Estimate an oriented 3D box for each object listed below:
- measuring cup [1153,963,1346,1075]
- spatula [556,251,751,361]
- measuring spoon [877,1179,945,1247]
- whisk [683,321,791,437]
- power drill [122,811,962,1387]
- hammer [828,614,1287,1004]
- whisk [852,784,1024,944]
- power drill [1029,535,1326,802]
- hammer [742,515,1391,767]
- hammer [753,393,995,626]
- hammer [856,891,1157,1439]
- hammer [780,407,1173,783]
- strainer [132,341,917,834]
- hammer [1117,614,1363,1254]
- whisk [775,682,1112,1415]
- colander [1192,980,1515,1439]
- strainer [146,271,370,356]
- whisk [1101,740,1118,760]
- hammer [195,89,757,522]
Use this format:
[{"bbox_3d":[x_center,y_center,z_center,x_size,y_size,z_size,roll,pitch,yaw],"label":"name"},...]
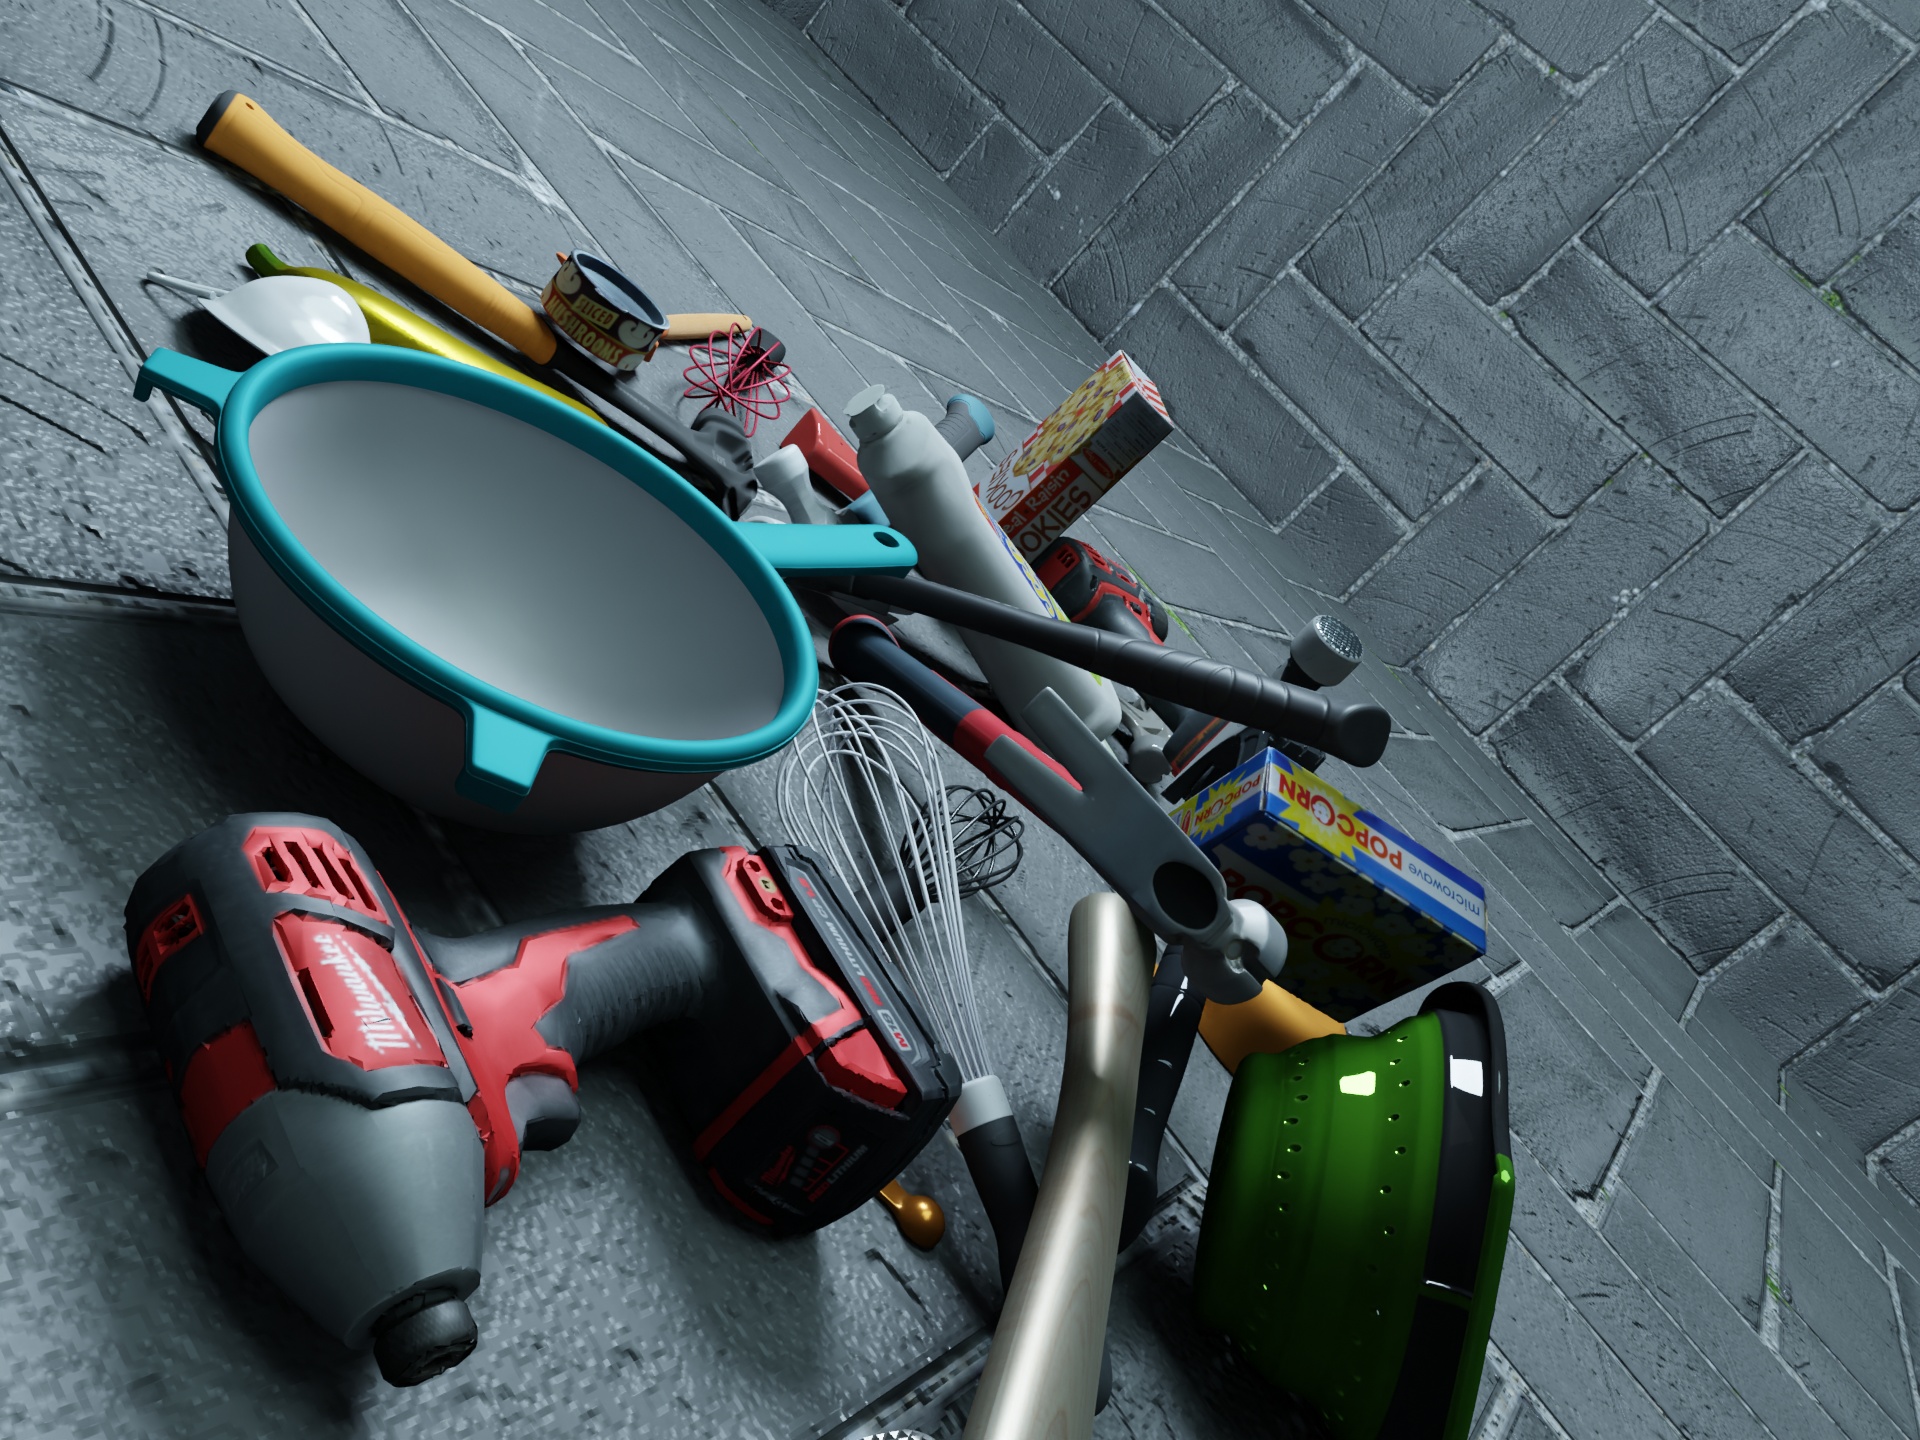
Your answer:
[{"bbox_3d":[0.145,0.142,0.885,0.173,0.052,0.095,40,19,-18],"label":"measuring cup"},{"bbox_3d":[-0.194,-0.278,1.098,0.081,0.041,0.323,43,18,-2],"label":"spatula"},{"bbox_3d":[-0.045,0.140,0.566,0.117,0.011,0.021,47,19,7],"label":"measuring spoon"},{"bbox_3d":[-0.147,-0.251,1.118,0.073,0.073,0.296,40,13,-13],"label":"whisk"},{"bbox_3d":[-0.105,0.097,0.443,0.219,0.078,0.143,10,38,-54],"label":"power drill"},{"bbox_3d":[-0.001,-0.002,0.709,0.143,0.038,0.387,46,-4,-26],"label":"hammer"},{"bbox_3d":[-0.026,0.072,0.698,0.055,0.055,0.239,46,23,7],"label":"whisk"},{"bbox_3d":[0.150,-0.029,1.124,0.227,0.080,0.187,50,15,26],"label":"power drill"},{"bbox_3d":[0.055,-0.040,0.822,0.335,0.035,0.146,19,4,20],"label":"hammer"},{"bbox_3d":[-0.035,-0.161,1.061,0.128,0.033,0.331,60,26,-14],"label":"hammer"},{"bbox_3d":[0.040,0.165,0.506,0.411,0.038,0.146,-58,126,-71],"label":"hammer"},{"bbox_3d":[0.019,-0.097,1.159,0.359,0.036,0.149,40,19,-13],"label":"hammer"},{"bbox_3d":[-0.130,-0.036,0.603,0.211,0.095,0.340,46,25,17],"label":"strainer"},{"bbox_3d":[0.115,0.094,0.774,0.036,0.149,0.409,36,37,-3],"label":"hammer"},{"bbox_3d":[-0.006,0.112,0.586,0.070,0.070,0.285,13,50,-57],"label":"whisk"},{"bbox_3d":[0.160,0.203,0.725,0.094,0.204,0.397,12,-2,9],"label":"colander"},{"bbox_3d":[-0.231,-0.122,0.700,0.258,0.050,0.087,42,4,-18],"label":"strainer"},{"bbox_3d":[0.098,0.045,1.009,0.247,0.058,0.059,-116,-172,-53],"label":"whisk"},{"bbox_3d":[-0.251,-0.219,0.867,0.336,0.034,0.127,33,21,-29],"label":"hammer"}]
